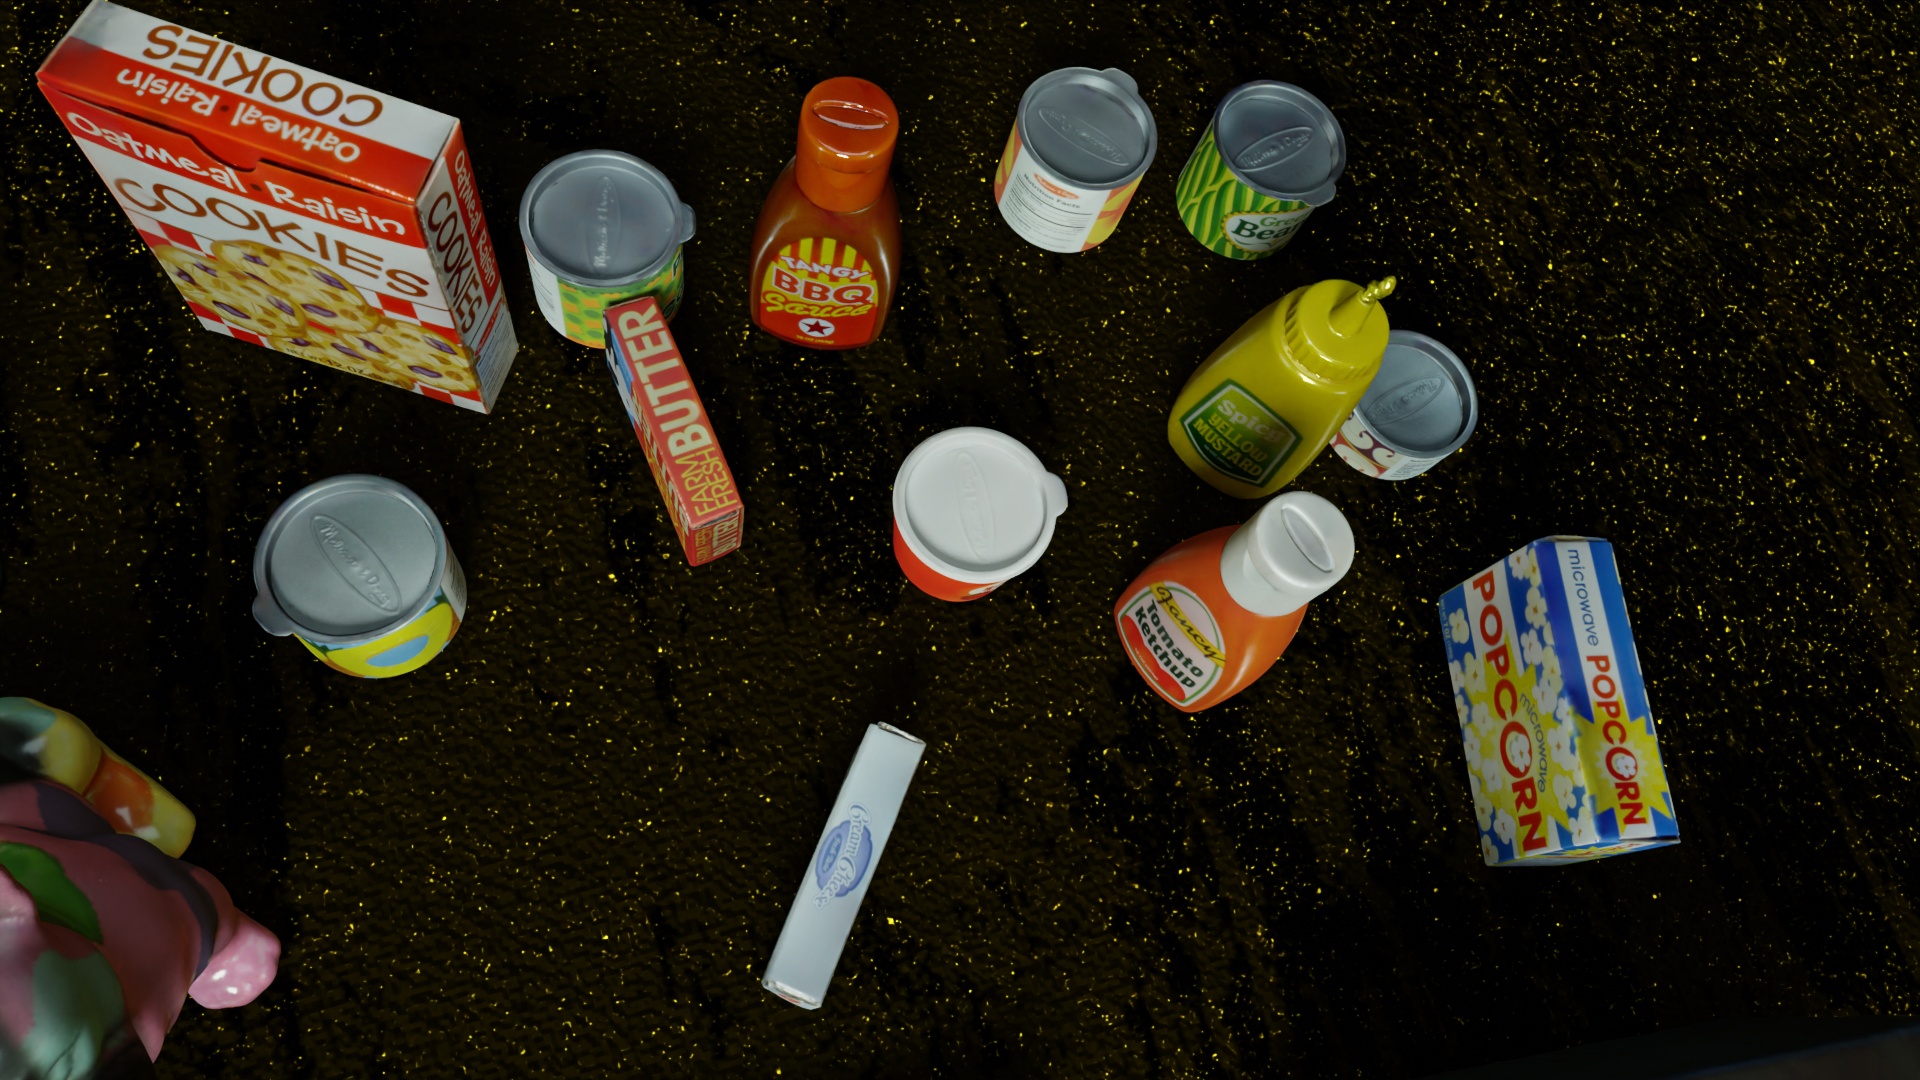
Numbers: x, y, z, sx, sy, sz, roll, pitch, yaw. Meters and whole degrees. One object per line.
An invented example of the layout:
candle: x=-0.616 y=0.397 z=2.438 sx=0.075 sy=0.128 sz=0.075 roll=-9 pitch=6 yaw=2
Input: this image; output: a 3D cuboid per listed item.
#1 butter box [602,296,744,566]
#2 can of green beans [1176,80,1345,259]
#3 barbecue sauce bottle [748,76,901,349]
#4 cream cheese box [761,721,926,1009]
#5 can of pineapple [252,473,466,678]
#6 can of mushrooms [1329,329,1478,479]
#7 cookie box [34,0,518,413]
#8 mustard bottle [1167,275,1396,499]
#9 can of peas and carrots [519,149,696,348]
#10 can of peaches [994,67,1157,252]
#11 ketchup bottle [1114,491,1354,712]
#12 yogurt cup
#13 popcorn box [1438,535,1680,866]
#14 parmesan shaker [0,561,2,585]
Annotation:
butter box: x=-0.120 y=-0.045 z=0.579 sx=0.024 sy=0.053 sz=0.103 roll=-21 pitch=75 yaw=-17
can of green beans: x=0.145 y=-0.179 z=0.677 sx=0.071 sy=0.057 sz=0.071 roll=4 pitch=70 yaw=-10
barbecue sauce bottle: x=-0.053 y=-0.131 z=0.572 sx=0.065 sy=0.148 sz=0.044 roll=9 pitch=69 yaw=-8
cream cheese box: x=-0.046 y=0.125 z=0.531 sx=0.024 sy=0.053 sz=0.104 roll=23 pitch=68 yaw=-2
can of pineapple: x=-0.229 y=0.016 z=0.533 sx=0.071 sy=0.057 sz=0.071 roll=4 pitch=70 yaw=-10
can of mushrooms: x=0.206 y=-0.066 z=0.661 sx=0.071 sy=0.033 sz=0.071 roll=4 pitch=70 yaw=-10
cookie box: x=-0.241 y=-0.113 z=0.519 sx=0.123 sy=0.166 sz=0.040 roll=17 pitch=68 yaw=-4
mustard bottle: x=0.137 y=-0.069 z=0.580 sx=0.065 sy=0.159 sz=0.049 roll=39 pitch=68 yaw=4
can of peas and carrots: x=-0.150 y=-0.124 z=0.599 sx=0.071 sy=0.058 sz=0.071 roll=4 pitch=70 yaw=-10
can of peaches: x=0.055 y=-0.181 z=0.660 sx=0.071 sy=0.058 sz=0.071 roll=4 pitch=70 yaw=-10
ketchup bottle: x=0.107 y=0.023 z=0.547 sx=0.044 sy=0.148 sz=0.065 roll=-31 pitch=79 yaw=-19
yogurt cup: x=0.002 y=-0.007 z=0.588 sx=0.072 sy=0.053 sz=0.072 roll=4 pitch=70 yaw=-10
popcorn box: x=0.250 y=0.071 z=0.591 sx=0.038 sy=0.085 sz=0.127 roll=0 pitch=70 yaw=-11
parmesan shaker: x=-0.393 y=-0.002 z=0.483 sx=0.071 sy=0.102 sz=0.071 roll=4 pitch=70 yaw=-10
